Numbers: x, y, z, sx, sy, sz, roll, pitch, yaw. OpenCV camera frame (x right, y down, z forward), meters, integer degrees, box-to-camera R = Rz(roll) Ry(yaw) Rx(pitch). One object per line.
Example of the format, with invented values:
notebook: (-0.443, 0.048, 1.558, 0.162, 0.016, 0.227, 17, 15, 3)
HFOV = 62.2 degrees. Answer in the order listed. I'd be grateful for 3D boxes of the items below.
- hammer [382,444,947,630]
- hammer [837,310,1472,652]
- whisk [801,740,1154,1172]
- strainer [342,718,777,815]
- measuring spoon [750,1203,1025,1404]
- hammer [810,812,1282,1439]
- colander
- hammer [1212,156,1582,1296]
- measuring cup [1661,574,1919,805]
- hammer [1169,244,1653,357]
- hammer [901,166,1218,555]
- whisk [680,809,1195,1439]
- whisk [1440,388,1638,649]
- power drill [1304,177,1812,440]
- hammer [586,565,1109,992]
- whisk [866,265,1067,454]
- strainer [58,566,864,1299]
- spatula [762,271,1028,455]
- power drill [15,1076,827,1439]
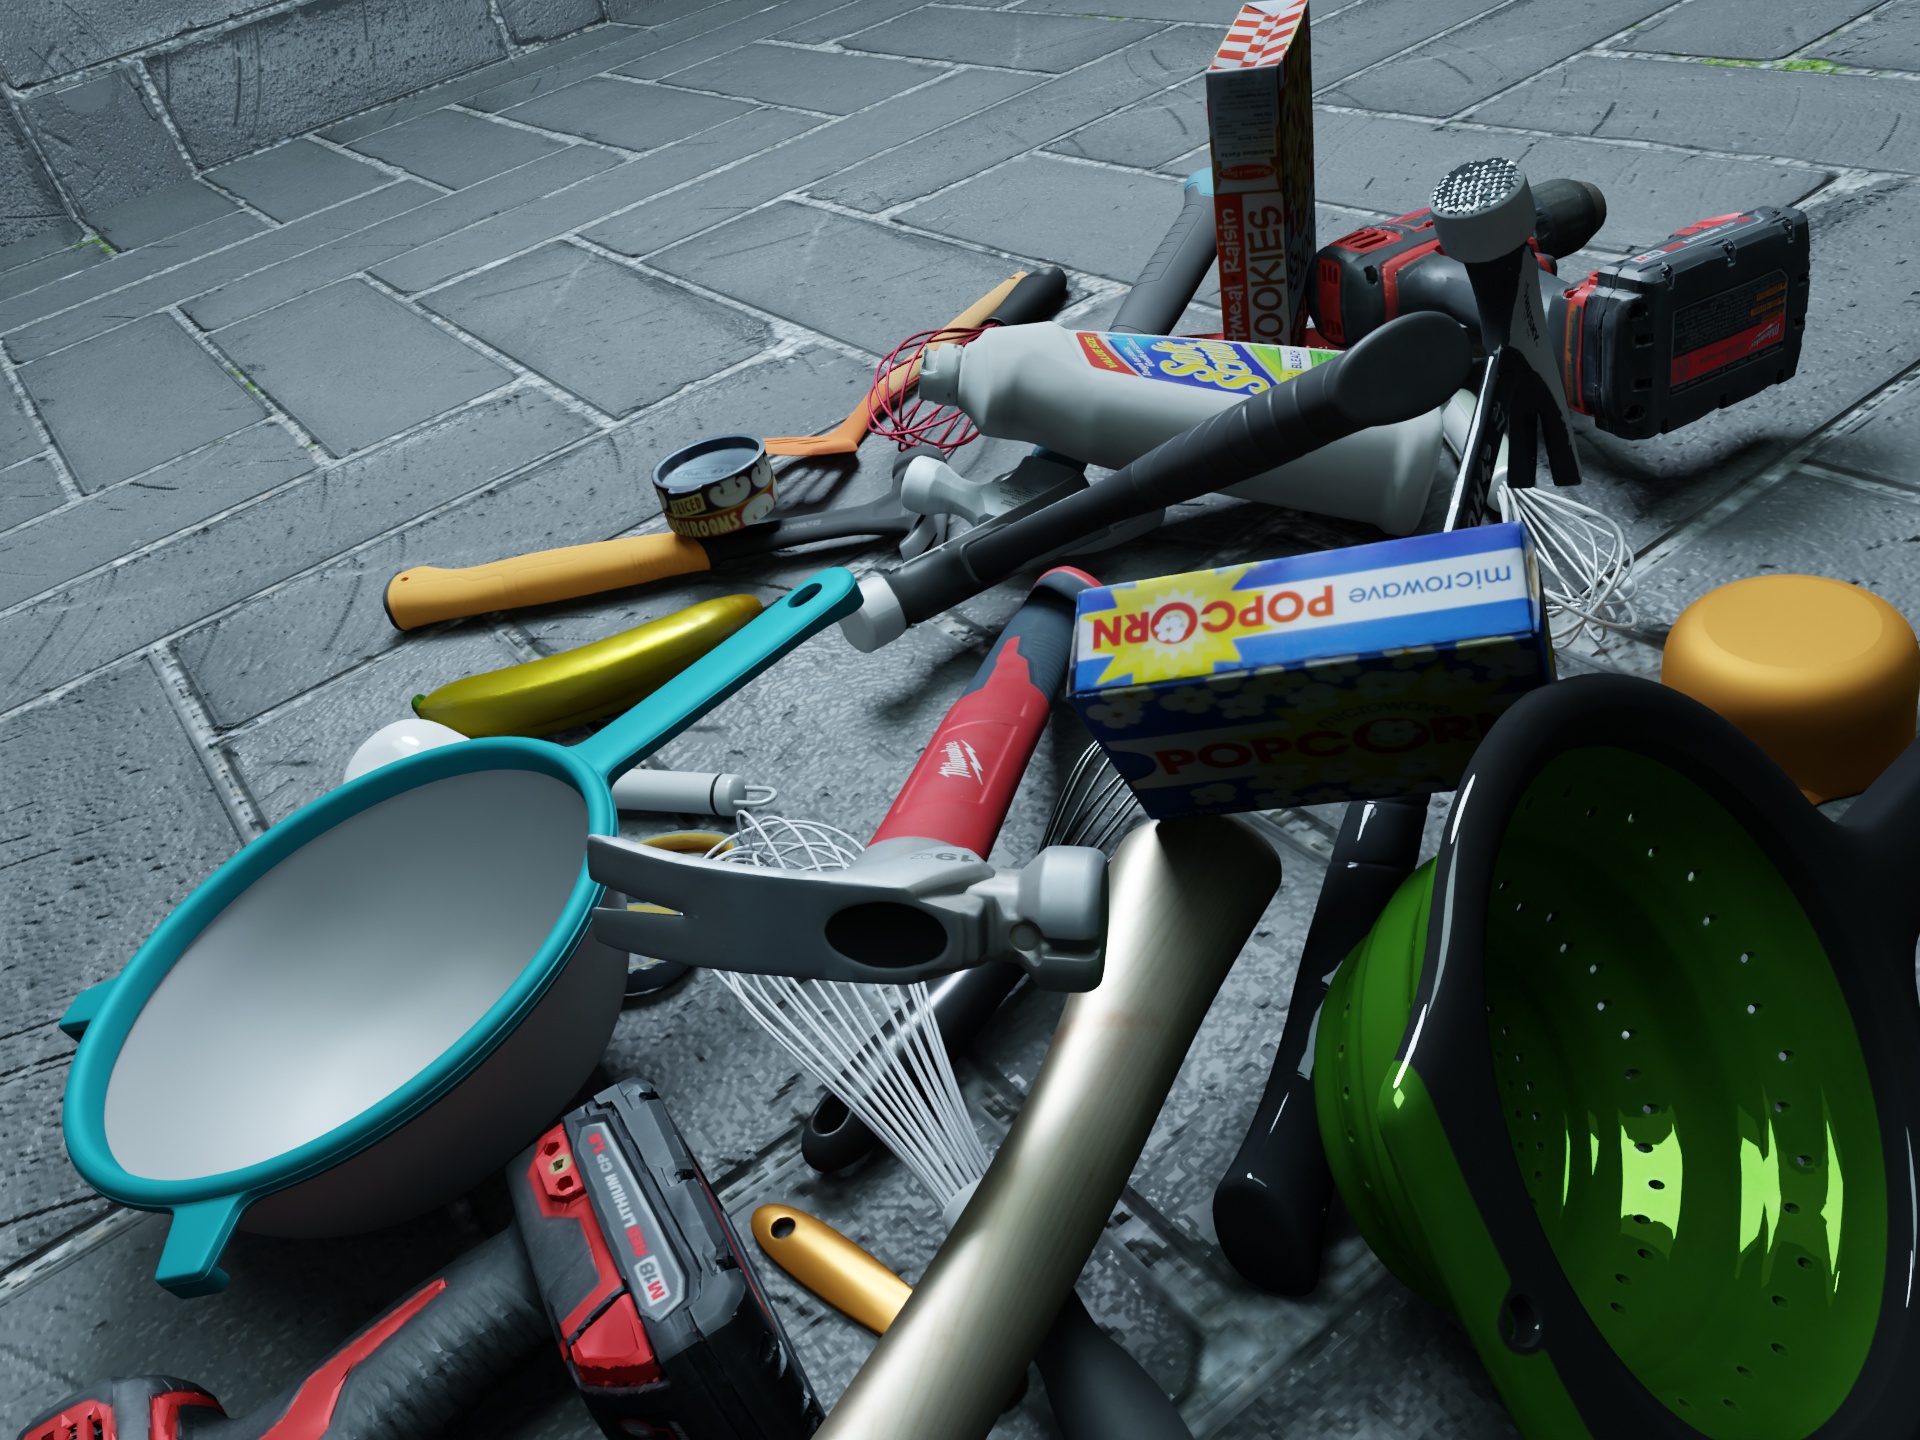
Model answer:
hammer: (-0.173, -0.089, 0.904, 0.337, 0.034, 0.127, -9, 34, 10)
hammer: (0.075, -0.095, 0.647, 0.146, 0.035, 0.335, -29, 7, -28)
whisk: (0.023, 0.074, 0.589, 0.055, 0.055, 0.239, 19, 52, 39)
strainer: (-0.203, 0.027, 0.752, 0.258, 0.050, 0.087, 2, 24, 19)
measuring spoon: (-0.027, 0.177, 0.493, 0.117, 0.011, 0.021, 19, 48, 40)
hammer: (0.000, 0.169, 0.389, 0.146, 0.038, 0.411, 27, 49, 14)
colander: (0.219, 0.072, 0.470, 0.397, 0.204, 0.094, -24, -3, -40)
hammer: (0.158, -0.005, 0.552, 0.036, 0.149, 0.409, 2, 55, 34)
measuring cup: (0.270, -0.017, 0.609, 0.173, 0.052, 0.095, 0, 38, 19)
hammer: (0.222, -0.222, 0.931, 0.359, 0.036, 0.149, 2, 38, 24)
hammer: (0.095, -0.214, 0.902, 0.128, 0.033, 0.331, 21, 57, 14)
whisk: (-0.010, 0.128, 0.486, 0.070, 0.070, 0.285, -27, 50, -15)
whisk: (0.260, -0.105, 0.747, 0.059, 0.057, 0.247, 19, 30, -10)
power drill: (0.313, -0.226, 0.810, 0.188, 0.080, 0.227, -23, 32, -19)
hammer: (-0.001, -0.002, 0.593, 0.143, 0.038, 0.386, 3, 17, 10)
whisk: (0.015, -0.243, 1.030, 0.073, 0.073, 0.296, 2, 32, 24)
strainer: (-0.155, 0.071, 0.601, 0.340, 0.095, 0.211, -39, 36, -21)
spatula: (-0.039, -0.235, 1.049, 0.081, 0.041, 0.323, 10, 41, 33)
power drill: (-0.157, 0.211, 0.445, 0.219, 0.078, 0.143, -28, 36, -13)
